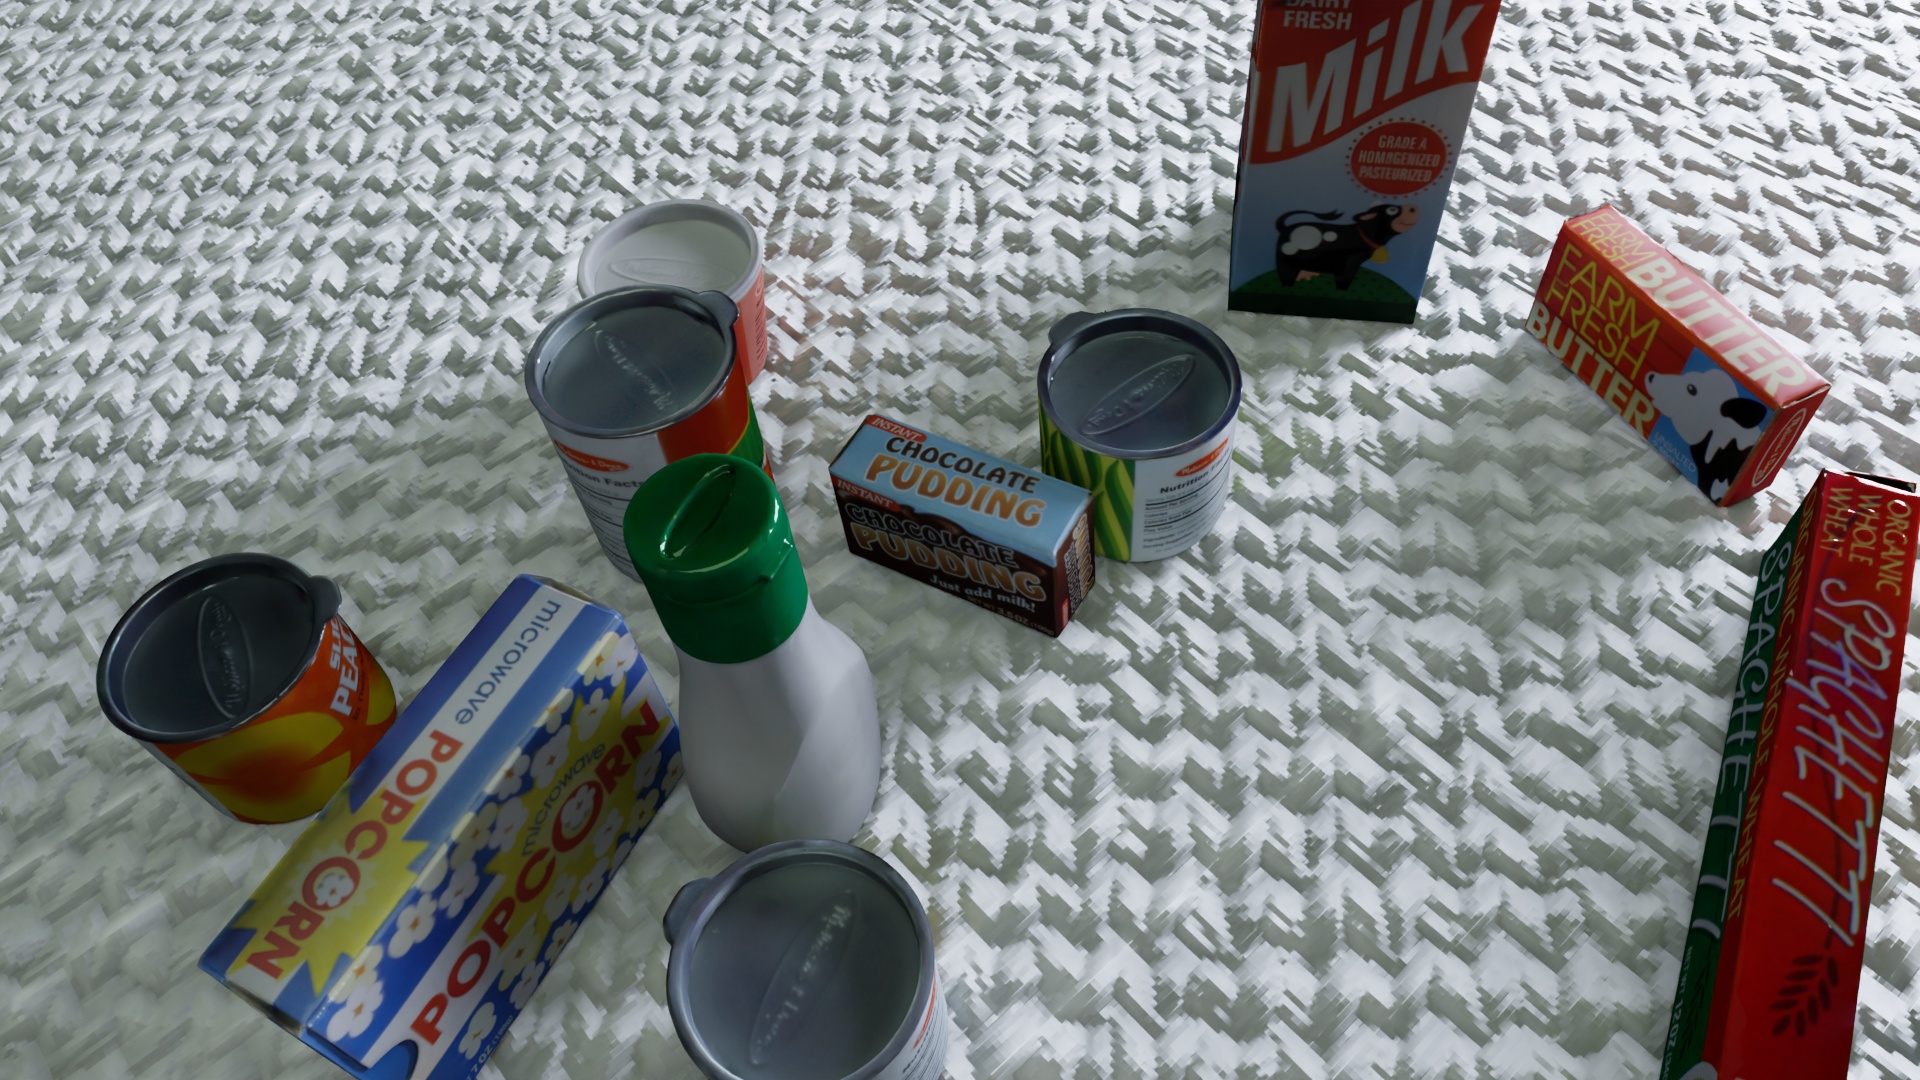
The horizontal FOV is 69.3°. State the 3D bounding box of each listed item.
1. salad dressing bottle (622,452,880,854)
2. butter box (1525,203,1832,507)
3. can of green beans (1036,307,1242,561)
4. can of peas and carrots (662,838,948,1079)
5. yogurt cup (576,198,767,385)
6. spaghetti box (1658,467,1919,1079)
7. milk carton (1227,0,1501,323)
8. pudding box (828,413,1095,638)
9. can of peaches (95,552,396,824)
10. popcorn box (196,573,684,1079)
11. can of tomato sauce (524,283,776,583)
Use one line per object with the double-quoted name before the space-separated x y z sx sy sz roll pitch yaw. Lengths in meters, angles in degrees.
"salad dressing bottle" -0.053 0.036 0.371 0.044 0.147 0.064 20 58 18
"butter box" 0.244 -0.065 0.482 0.024 0.052 0.104 -23 55 -12
"can of green beans" 0.059 -0.035 0.471 0.071 0.057 0.071 -2 53 3
"can of peas and carrots" -0.040 0.120 0.363 0.071 0.058 0.071 -2 54 3
"yogurt cup" -0.104 -0.087 0.524 0.072 0.053 0.073 -2 53 3
"spaghetti box" 0.222 0.084 0.374 0.029 0.050 0.251 20 57 18
"milk carton" 0.138 -0.168 0.481 0.073 0.189 0.073 5 54 8
"pudding box" 0.002 -0.006 0.458 0.084 0.049 0.030 22 58 19
"can of peaches" -0.216 0.046 0.432 0.071 0.057 0.071 -2 54 3
"popcorn box" -0.131 0.083 0.380 0.038 0.084 0.127 21 58 19
"can of tomato sauce" -0.099 -0.035 0.467 0.071 0.082 0.071 -2 54 3
